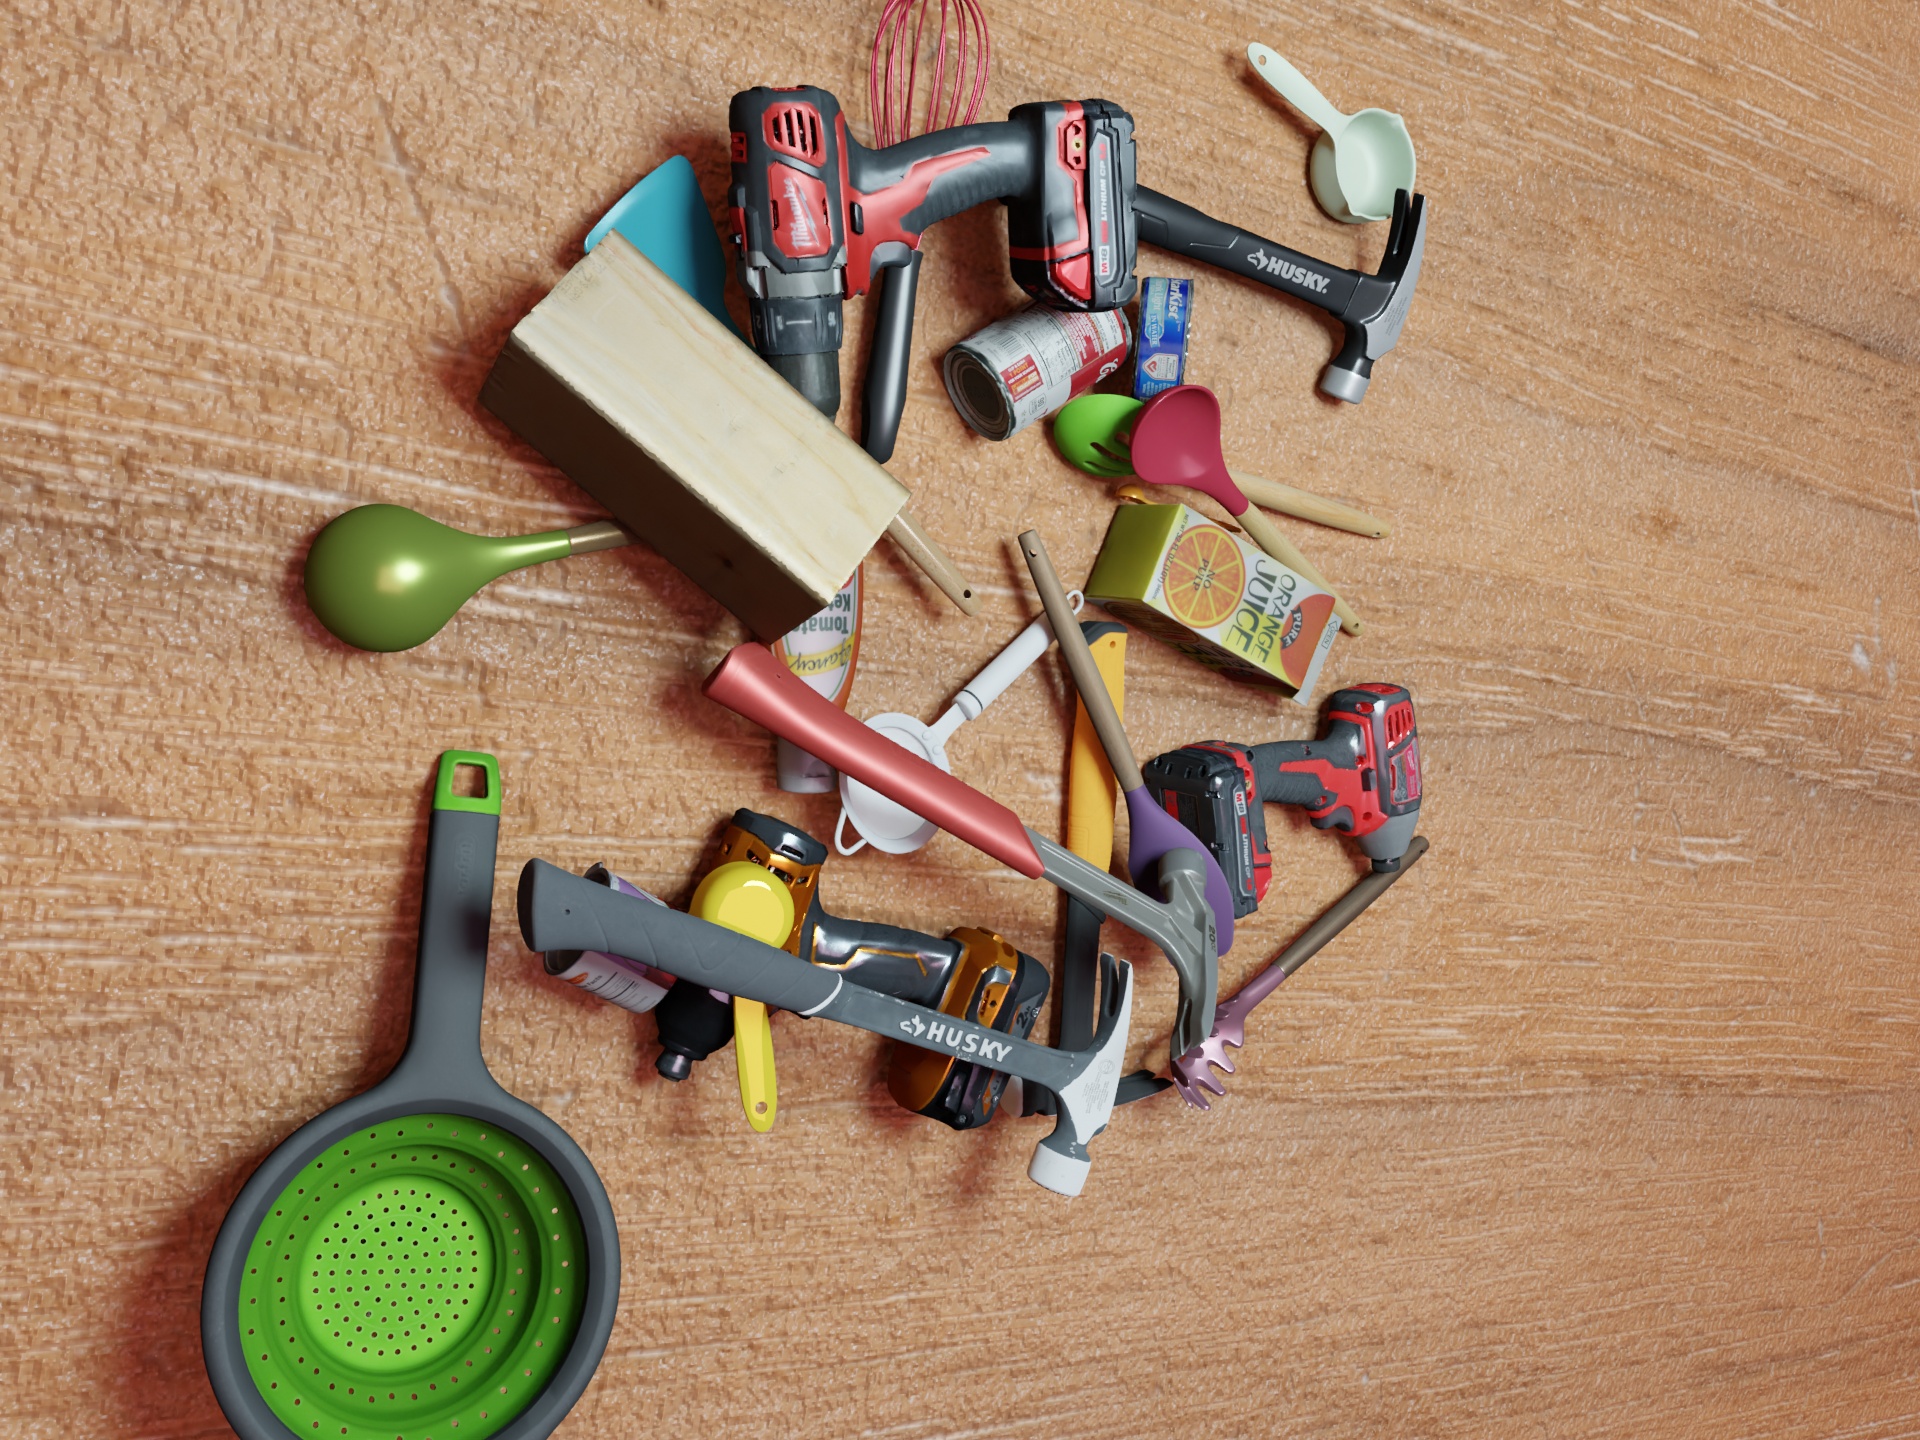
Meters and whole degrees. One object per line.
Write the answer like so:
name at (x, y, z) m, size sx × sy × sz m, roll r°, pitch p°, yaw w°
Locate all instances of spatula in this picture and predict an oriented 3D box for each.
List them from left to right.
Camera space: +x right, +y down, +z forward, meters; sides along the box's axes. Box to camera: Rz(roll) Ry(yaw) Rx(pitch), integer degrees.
spatula at (-0.088, -0.177, 0.933) m, size 0.317 × 0.044 × 0.082 m, roll 47°, pitch 70°, yaw -19°
spatula at (0.106, 0.020, 1.046) m, size 0.060 × 0.018 × 0.316 m, roll -22°, pitch 101°, yaw 14°

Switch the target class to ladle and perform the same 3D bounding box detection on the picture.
ladle at (-0.203, -0.104, 0.896) m, size 0.320 × 0.062 × 0.078 m, roll -17°, pitch 102°, yaw -34°
ladle at (0.205, -0.133, 1.087) m, size 0.069 × 0.031 × 0.315 m, roll -46°, pitch 134°, yaw 10°

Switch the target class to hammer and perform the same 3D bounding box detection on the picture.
hammer at (-0.061, 0.155, 0.899) m, size 0.408 × 0.036 × 0.149 m, roll 25°, pitch 83°, yaw -31°
hammer at (0.008, 0.065, 0.938) m, size 0.358 × 0.036 × 0.149 m, roll 31°, pitch 40°, yaw -19°
hammer at (0.094, 0.101, 1.086) m, size 0.127 × 0.034 × 0.337 m, roll 0°, pitch 96°, yaw -29°
hammer at (0.168, -0.326, 1.059) m, size 0.334 × 0.035 × 0.146 m, roll 12°, pitch 111°, yaw -26°

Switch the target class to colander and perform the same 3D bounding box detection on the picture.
colander at (-0.290, 0.217, 0.862) m, size 0.204 × 0.094 × 0.397 m, roll 8°, pitch 74°, yaw -26°

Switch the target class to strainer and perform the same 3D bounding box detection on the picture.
strainer at (-0.002, -0.003, 1.012) m, size 0.258 × 0.050 × 0.086 m, roll -44°, pitch 113°, yaw -27°

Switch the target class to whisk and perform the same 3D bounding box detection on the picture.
whisk at (-0.031, -0.301, 0.953) m, size 0.073 × 0.073 × 0.296 m, roll 3°, pitch 100°, yaw -30°

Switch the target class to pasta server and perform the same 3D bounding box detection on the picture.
pasta server at (0.255, 0.173, 1.165) m, size 0.316 × 0.040 × 0.060 m, roll -33°, pitch 129°, yaw -30°

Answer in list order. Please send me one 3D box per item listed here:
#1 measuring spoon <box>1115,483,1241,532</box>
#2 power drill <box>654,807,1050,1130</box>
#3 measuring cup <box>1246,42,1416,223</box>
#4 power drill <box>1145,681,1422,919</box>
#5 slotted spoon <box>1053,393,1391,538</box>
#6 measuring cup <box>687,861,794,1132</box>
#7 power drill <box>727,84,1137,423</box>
measuring spoon at (0.152, -0.145, 1.091) m, size 0.116 × 0.021 × 0.011 m, roll 11°, pitch 91°, yaw -37°
power drill at (-0.073, 0.171, 0.976) m, size 0.226 × 0.084 × 0.164 m, roll 29°, pitch 82°, yaw -25°
measuring cup at (0.249, -0.412, 1.110) m, size 0.167 × 0.038 × 0.083 m, roll 31°, pitch 81°, yaw -27°
power drill at (0.245, 0.063, 1.145) m, size 0.219 × 0.079 × 0.143 m, roll -15°, pitch 104°, yaw -30°
slotted spoon at (0.194, -0.165, 1.104) m, size 0.313 × 0.070 × 0.031 m, roll 10°, pitch 57°, yaw -35°
measuring cup at (-0.117, 0.158, 0.898) m, size 0.062 × 0.029 × 0.156 m, roll -7°, pitch 92°, yaw -21°
power drill at (-0.017, -0.260, 0.899) m, size 0.226 × 0.080 × 0.187 m, roll -10°, pitch 110°, yaw -20°
